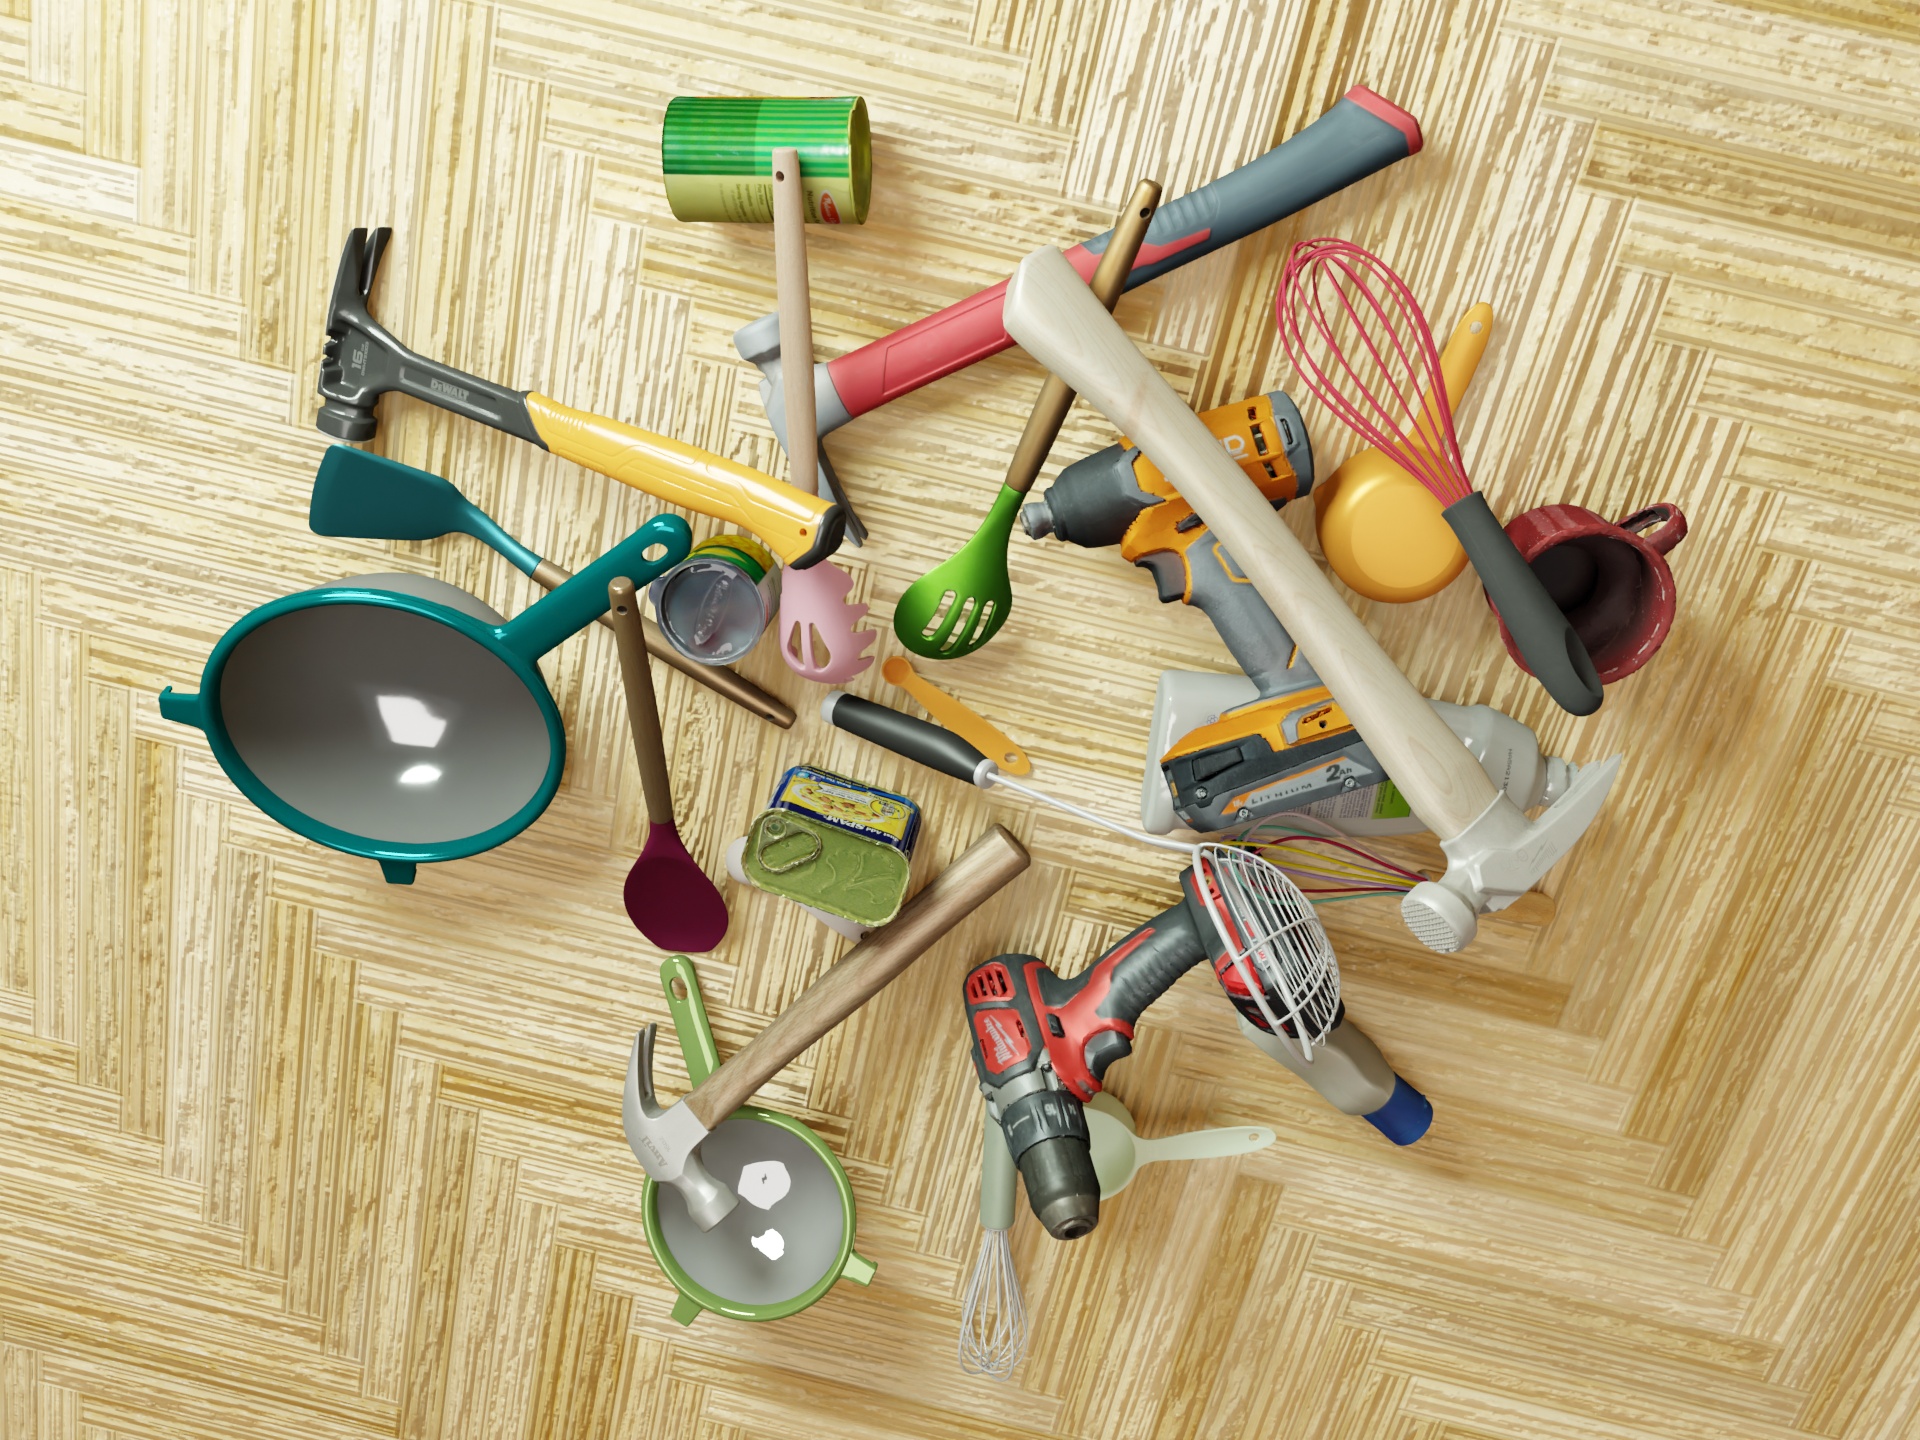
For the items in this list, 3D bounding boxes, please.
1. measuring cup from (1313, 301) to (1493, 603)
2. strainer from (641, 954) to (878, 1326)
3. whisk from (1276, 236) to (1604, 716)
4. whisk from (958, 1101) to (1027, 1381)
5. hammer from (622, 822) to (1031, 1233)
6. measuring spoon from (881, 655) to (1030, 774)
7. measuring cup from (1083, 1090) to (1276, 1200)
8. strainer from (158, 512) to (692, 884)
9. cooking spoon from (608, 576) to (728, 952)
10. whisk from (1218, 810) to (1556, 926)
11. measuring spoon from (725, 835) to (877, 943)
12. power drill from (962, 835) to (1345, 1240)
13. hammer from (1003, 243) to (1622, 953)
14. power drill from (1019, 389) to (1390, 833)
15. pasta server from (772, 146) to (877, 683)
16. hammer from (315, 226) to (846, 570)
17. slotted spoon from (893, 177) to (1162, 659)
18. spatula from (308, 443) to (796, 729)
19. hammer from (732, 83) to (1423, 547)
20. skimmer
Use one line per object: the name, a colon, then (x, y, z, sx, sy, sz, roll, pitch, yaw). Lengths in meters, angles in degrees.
measuring cup: (0.262, -0.147, 0.891, 0.095, 0.052, 0.173, 18, 113, -1)
strainer: (-0.155, 0.281, 1.104, 0.151, 0.069, 0.256, -16, 91, 11)
whisk: (0.254, -0.131, 0.841, 0.073, 0.073, 0.296, -32, 80, 16)
whisk: (0.025, 0.357, 1.117, 0.057, 0.059, 0.246, -8, 110, -30)
hammer: (-0.089, 0.183, 1.038, 0.331, 0.031, 0.130, -42, 85, 8)
measuring spoon: (-0.002, -0.003, 1.000, 0.117, 0.011, 0.021, 38, 111, -12)
measuring cup: (0.128, 0.280, 1.078, 0.167, 0.038, 0.083, -7, 110, 7)
strainer: (-0.292, -0.048, 0.957, 0.340, 0.095, 0.210, -30, 124, 19)
cooking spoon: (-0.186, 0.041, 0.976, 0.069, 0.017, 0.318, 3, 133, 3)
whisk: (0.261, 0.097, 0.950, 0.244, 0.051, 0.047, 13, 139, -22)
measuring spoon: (-0.102, 0.119, 1.051, 0.124, 0.018, 0.034, 34, 110, -8)
power drill: (0.114, 0.194, 0.972, 0.226, 0.188, 0.080, -30, 136, 13)
hammer: (0.171, -0.084, 0.824, 0.146, 0.038, 0.410, -38, 89, -19)
power drill: (0.136, -0.056, 0.884, 0.164, 0.084, 0.226, -16, 84, -1)
pasta server: (-0.086, -0.158, 0.897, 0.060, 0.040, 0.316, 8, 118, 17)
hammer: (-0.217, -0.170, 0.906, 0.337, 0.034, 0.127, 23, 112, 12)
slotted spoon: (0.040, -0.154, 0.894, 0.070, 0.031, 0.313, 10, 124, -24)
spatula: (-0.244, -0.072, 0.981, 0.317, 0.044, 0.082, 31, 135, -8)
hammer: (0.072, -0.232, 0.889, 0.386, 0.038, 0.143, -22, 108, 14)
skimmer: (0.052, 0.078, 0.909, 0.363, 0.127, 0.090, 23, 83, 29)
